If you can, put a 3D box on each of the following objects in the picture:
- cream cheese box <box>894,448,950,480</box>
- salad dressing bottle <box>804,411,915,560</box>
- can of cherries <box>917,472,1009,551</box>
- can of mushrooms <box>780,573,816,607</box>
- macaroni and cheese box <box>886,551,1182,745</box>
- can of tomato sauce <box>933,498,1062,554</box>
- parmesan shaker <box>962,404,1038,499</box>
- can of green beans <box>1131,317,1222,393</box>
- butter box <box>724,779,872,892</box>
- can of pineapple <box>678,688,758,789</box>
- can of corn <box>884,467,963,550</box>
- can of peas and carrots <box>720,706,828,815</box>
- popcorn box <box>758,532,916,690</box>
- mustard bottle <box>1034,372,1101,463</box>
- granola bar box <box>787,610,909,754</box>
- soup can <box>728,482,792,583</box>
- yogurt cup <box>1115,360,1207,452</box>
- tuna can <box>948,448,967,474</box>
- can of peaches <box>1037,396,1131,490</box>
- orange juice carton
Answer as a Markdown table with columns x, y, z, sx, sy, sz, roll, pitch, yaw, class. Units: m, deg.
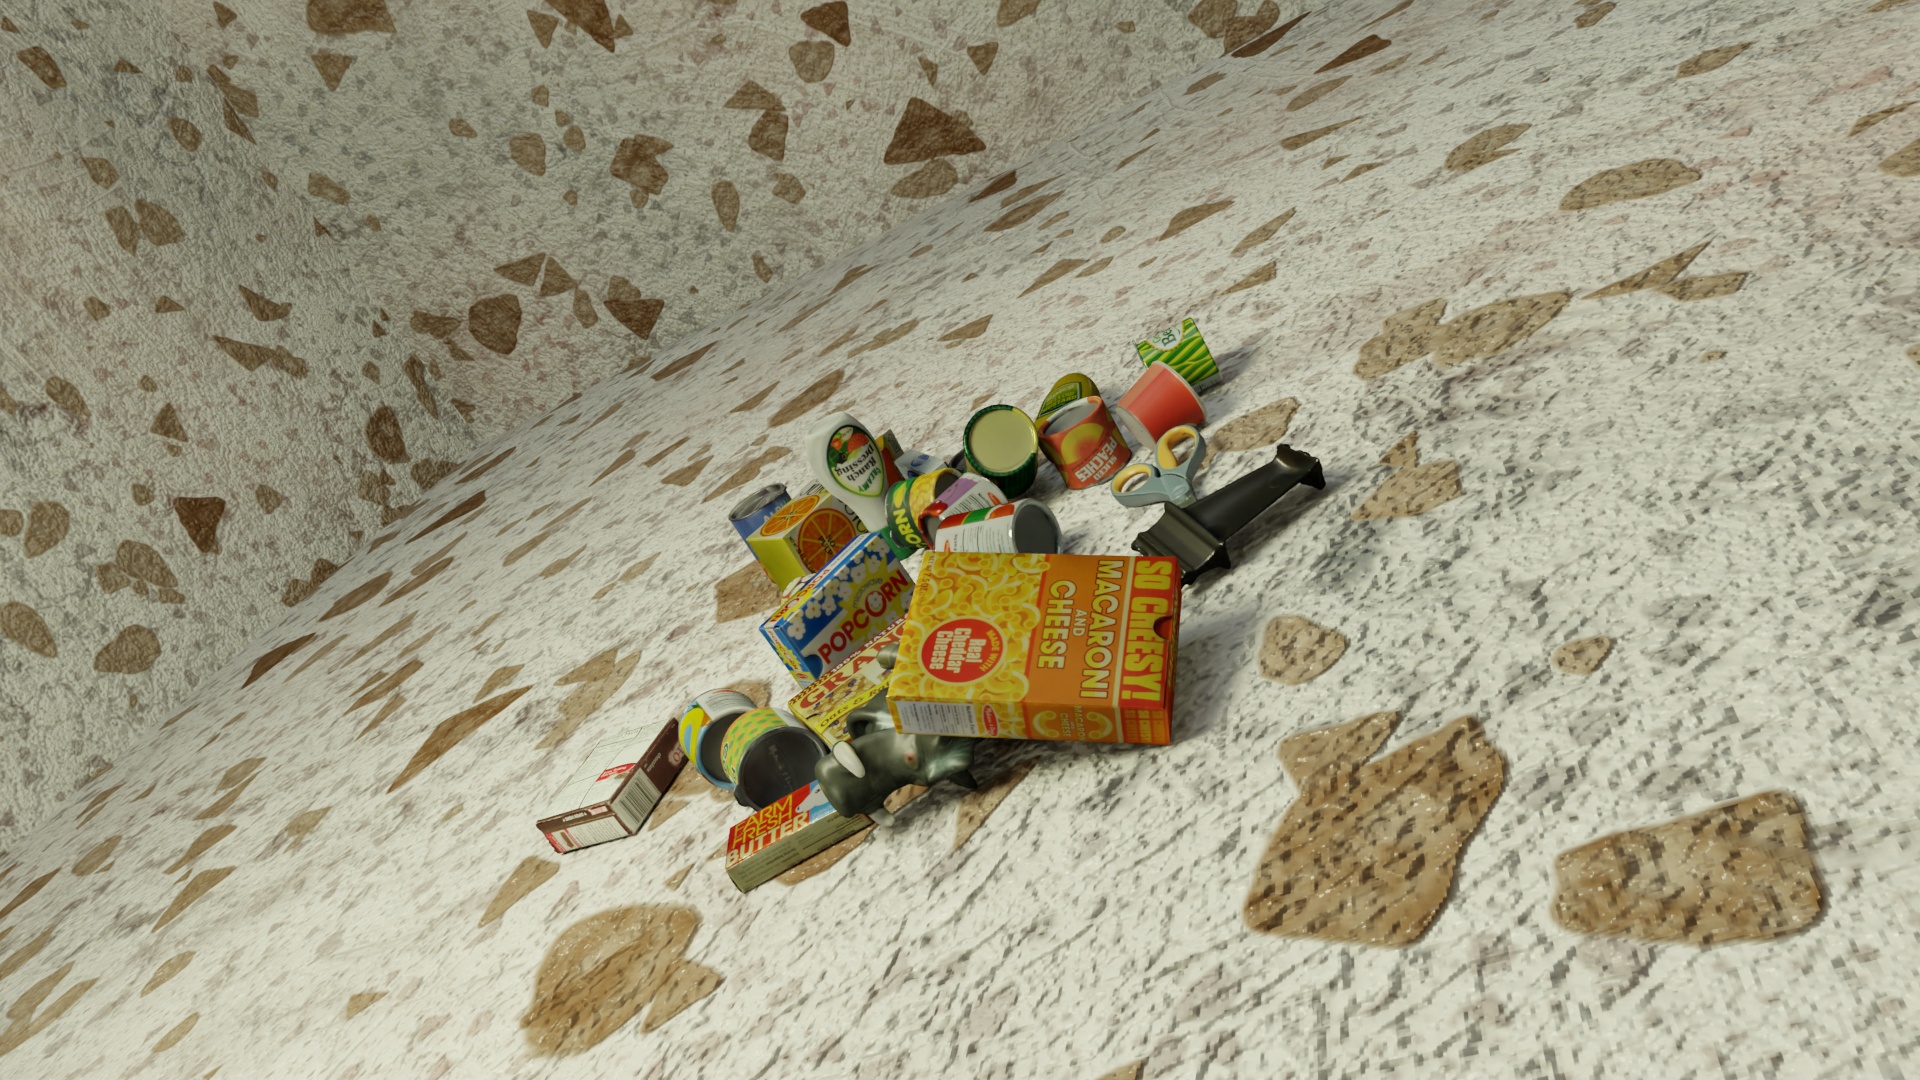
| x | y | z | sx | sy | sz | roll | pitch | yaw | class |
| --- | --- | --- | --- | --- | --- | --- | --- | --- | --- |
| -0.027 | -0.057 | 1.363 | 0.024 | 0.053 | 0.104 | -38 | 21 | -11 | cream cheese box |
| -0.089 | -0.048 | 1.292 | 0.064 | 0.147 | 0.044 | -41 | 23 | -24 | salad dressing bottle |
| 0.004 | -0.015 | 1.205 | 0.058 | 0.071 | 0.071 | -43 | 23 | -26 | can of cherries |
| -0.122 | 0.061 | 1.201 | 0.033 | 0.071 | 0.071 | -11 | 28 | 45 | can of mushrooms |
| 0.049 | 0.064 | 0.858 | 0.166 | 0.040 | 0.124 | 1 | 45 | 13 | macaroni and cheese box |
| 0.032 | 0.004 | 1.119 | 0.083 | 0.071 | 0.071 | -12 | 27 | 41 | can of tomato sauce |
| 0.035 | -0.080 | 1.242 | 0.071 | 0.071 | 0.103 | -33 | -10 | -3 | parmesan shaker |
| 0.199 | -0.163 | 1.269 | 0.058 | 0.071 | 0.071 | -27 | 20 | 11 | can of green beans |
| -0.109 | 0.192 | 0.937 | 0.103 | 0.024 | 0.053 | -29 | 21 | 6 | butter box |
| -0.179 | 0.154 | 1.069 | 0.071 | 0.071 | 0.058 | -37 | 20 | -14 | can of pineapple |
| -0.027 | -0.027 | 1.276 | 0.058 | 0.071 | 0.071 | -15 | 25 | 37 | can of corn |
| -0.135 | 0.159 | 0.992 | 0.071 | 0.070 | 0.059 | -37 | 20 | -14 | can of peas and carrots |
| -0.091 | 0.063 | 1.125 | 0.038 | 0.085 | 0.127 | -7 | 31 | 51 | popcorn box |
| 0.108 | -0.127 | 1.342 | 0.065 | 0.048 | 0.161 | -23 | 22 | 18 | mustard bottle |
| -0.038 | 0.100 | 1.032 | 0.166 | 0.039 | 0.124 | -36 | 20 | -14 | granola bar box |
| -0.187 | -0.008 | 1.432 | 0.071 | 0.083 | 0.071 | -27 | 21 | 11 | soup can |
| 0.171 | -0.113 | 1.200 | 0.054 | 0.072 | 0.072 | -42 | 21 | -4 | yogurt cup |
| 0.026 | -0.076 | 1.361 | 0.071 | 0.032 | 0.071 | -27 | 20 | 11 | tuna can |
| 0.110 | -0.086 | 1.229 | 0.071 | 0.058 | 0.071 | -27 | 20 | 11 | can of peaches |
| -0.115 | -0.031 | 1.401 | 0.073 | 0.071 | 0.193 | -3 | 34 | 51 | orange juice carton |
